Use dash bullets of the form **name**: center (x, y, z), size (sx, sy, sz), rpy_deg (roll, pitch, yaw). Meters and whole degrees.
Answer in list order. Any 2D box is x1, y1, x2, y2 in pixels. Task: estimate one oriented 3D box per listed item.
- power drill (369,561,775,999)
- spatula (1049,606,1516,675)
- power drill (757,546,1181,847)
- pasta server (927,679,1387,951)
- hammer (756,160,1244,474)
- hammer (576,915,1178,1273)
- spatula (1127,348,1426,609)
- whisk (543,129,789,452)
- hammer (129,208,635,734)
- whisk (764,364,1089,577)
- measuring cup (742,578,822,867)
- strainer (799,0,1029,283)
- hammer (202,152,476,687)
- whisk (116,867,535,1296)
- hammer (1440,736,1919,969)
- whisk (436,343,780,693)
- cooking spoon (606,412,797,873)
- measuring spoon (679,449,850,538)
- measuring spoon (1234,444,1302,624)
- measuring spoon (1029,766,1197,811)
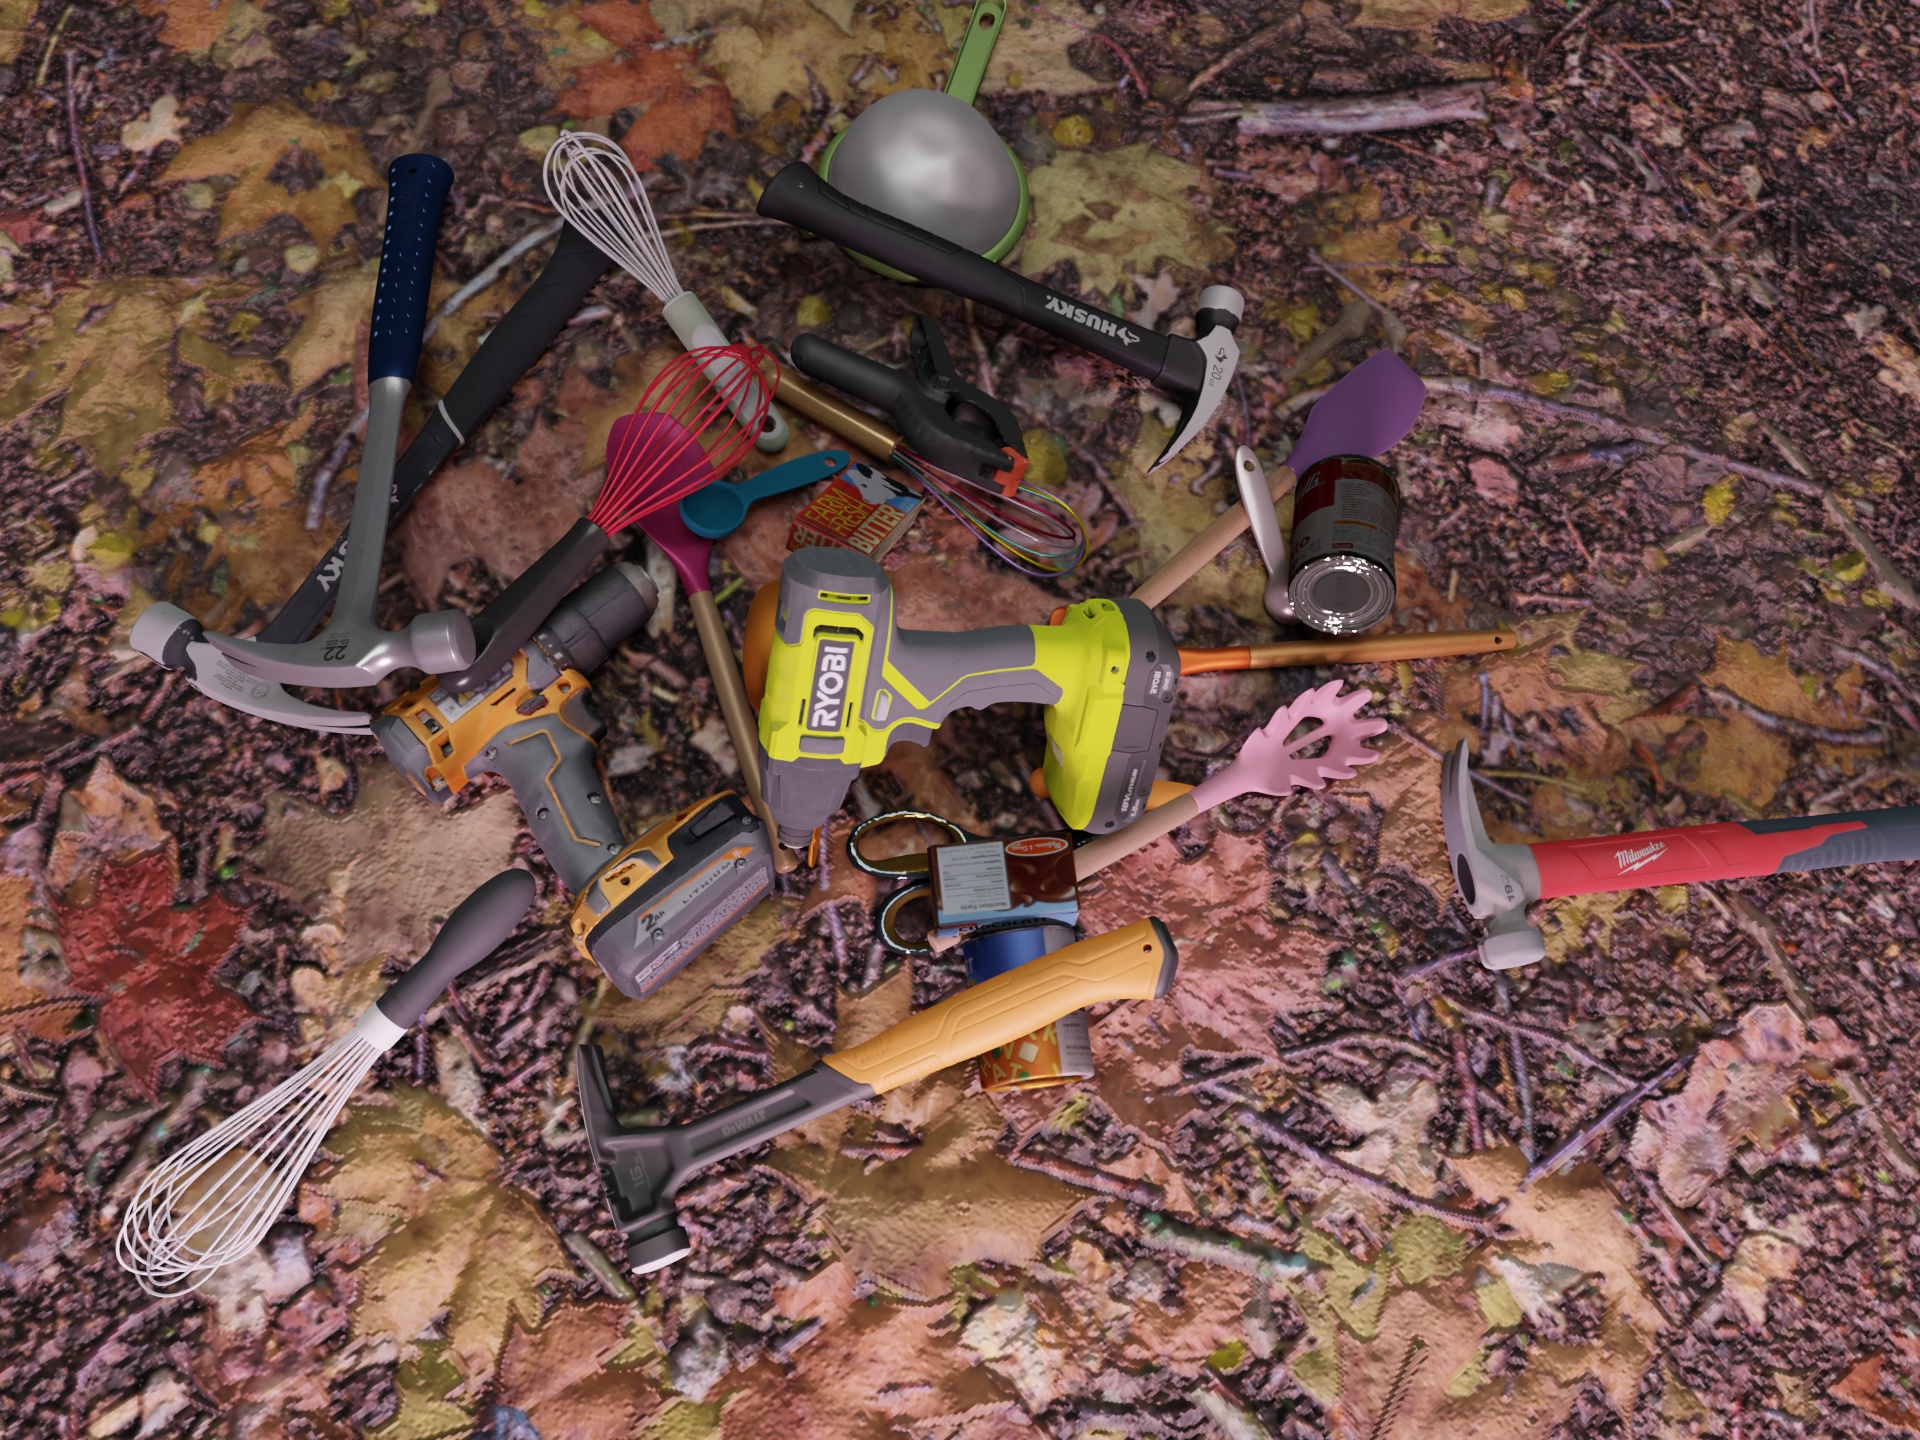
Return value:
- **power drill**: center (-0.203, 0.024, 0.925), size (0.185, 0.084, 0.226), rpy_deg (-41, 75, -18)
- **spatula**: center (0.209, -0.041, 1.016), size (0.322, 0.041, 0.081), rpy_deg (-4, 93, -10)
- **power drill**: center (-0.001, -0.003, 0.903), size (0.223, 0.080, 0.171), rpy_deg (4, 114, -17)
- **pasta server**: center (0.121, 0.061, 0.961), size (0.316, 0.040, 0.060), rpy_deg (-26, 88, -17)
- **hammer**: center (0.026, -0.280, 1.052), size (0.334, 0.035, 0.146), rpy_deg (21, 68, -11)
- **hammer**: center (-0.043, 0.177, 0.864), size (0.337, 0.034, 0.127), rpy_deg (-23, 74, 3)
- **spatula**: center (0.205, -0.149, 1.067), size (0.316, 0.018, 0.060), rpy_deg (-40, 83, -19)
- **whisk**: center (-0.188, -0.277, 1.031), size (0.058, 0.059, 0.246), rpy_deg (-36, 92, -12)
- **hammer**: center (-0.328, -0.171, 1.002), size (0.149, 0.036, 0.409), rpy_deg (29, 69, 3)
- **whisk**: center (-0.022, -0.169, 1.035), size (0.245, 0.047, 0.051), rpy_deg (31, 71, 8)
- **measuring cup**: center (-0.102, -0.001, 0.954), size (0.052, 0.095, 0.173), rpy_deg (5, 90, 7)
- **strainer**: center (-0.008, -0.429, 1.114), size (0.151, 0.069, 0.256), rpy_deg (18, 71, 0)
- **hammer**: center (-0.353, -0.194, 0.964), size (0.144, 0.035, 0.406), rpy_deg (-7, 59, 3)
- **whisk**: center (-0.327, 0.185, 0.835), size (0.070, 0.070, 0.284), rpy_deg (43, 84, 9)
- **hammer**: center (0.499, 0.067, 1.014), size (0.386, 0.038, 0.143), rpy_deg (-5, 69, -9)
- **whisk**: center (-0.205, -0.125, 0.944), size (0.073, 0.073, 0.296), rpy_deg (35, 66, 6)
- **cooking spoon**: center (-0.155, -0.055, 0.988), size (0.068, 0.017, 0.319), rpy_deg (-11, 71, -28)
- **measuring spoon**: center (-0.124, -0.146, 1.022), size (0.128, 0.021, 0.042), rpy_deg (-27, 69, -32)
- **measuring spoon**: center (0.205, -0.123, 1.043), size (0.034, 0.018, 0.124), rpy_deg (-15, 86, -20)
- **measuring spoon**: center (0.101, 0.043, 0.988), size (0.117, 0.011, 0.021), rpy_deg (7, 70, -5)
